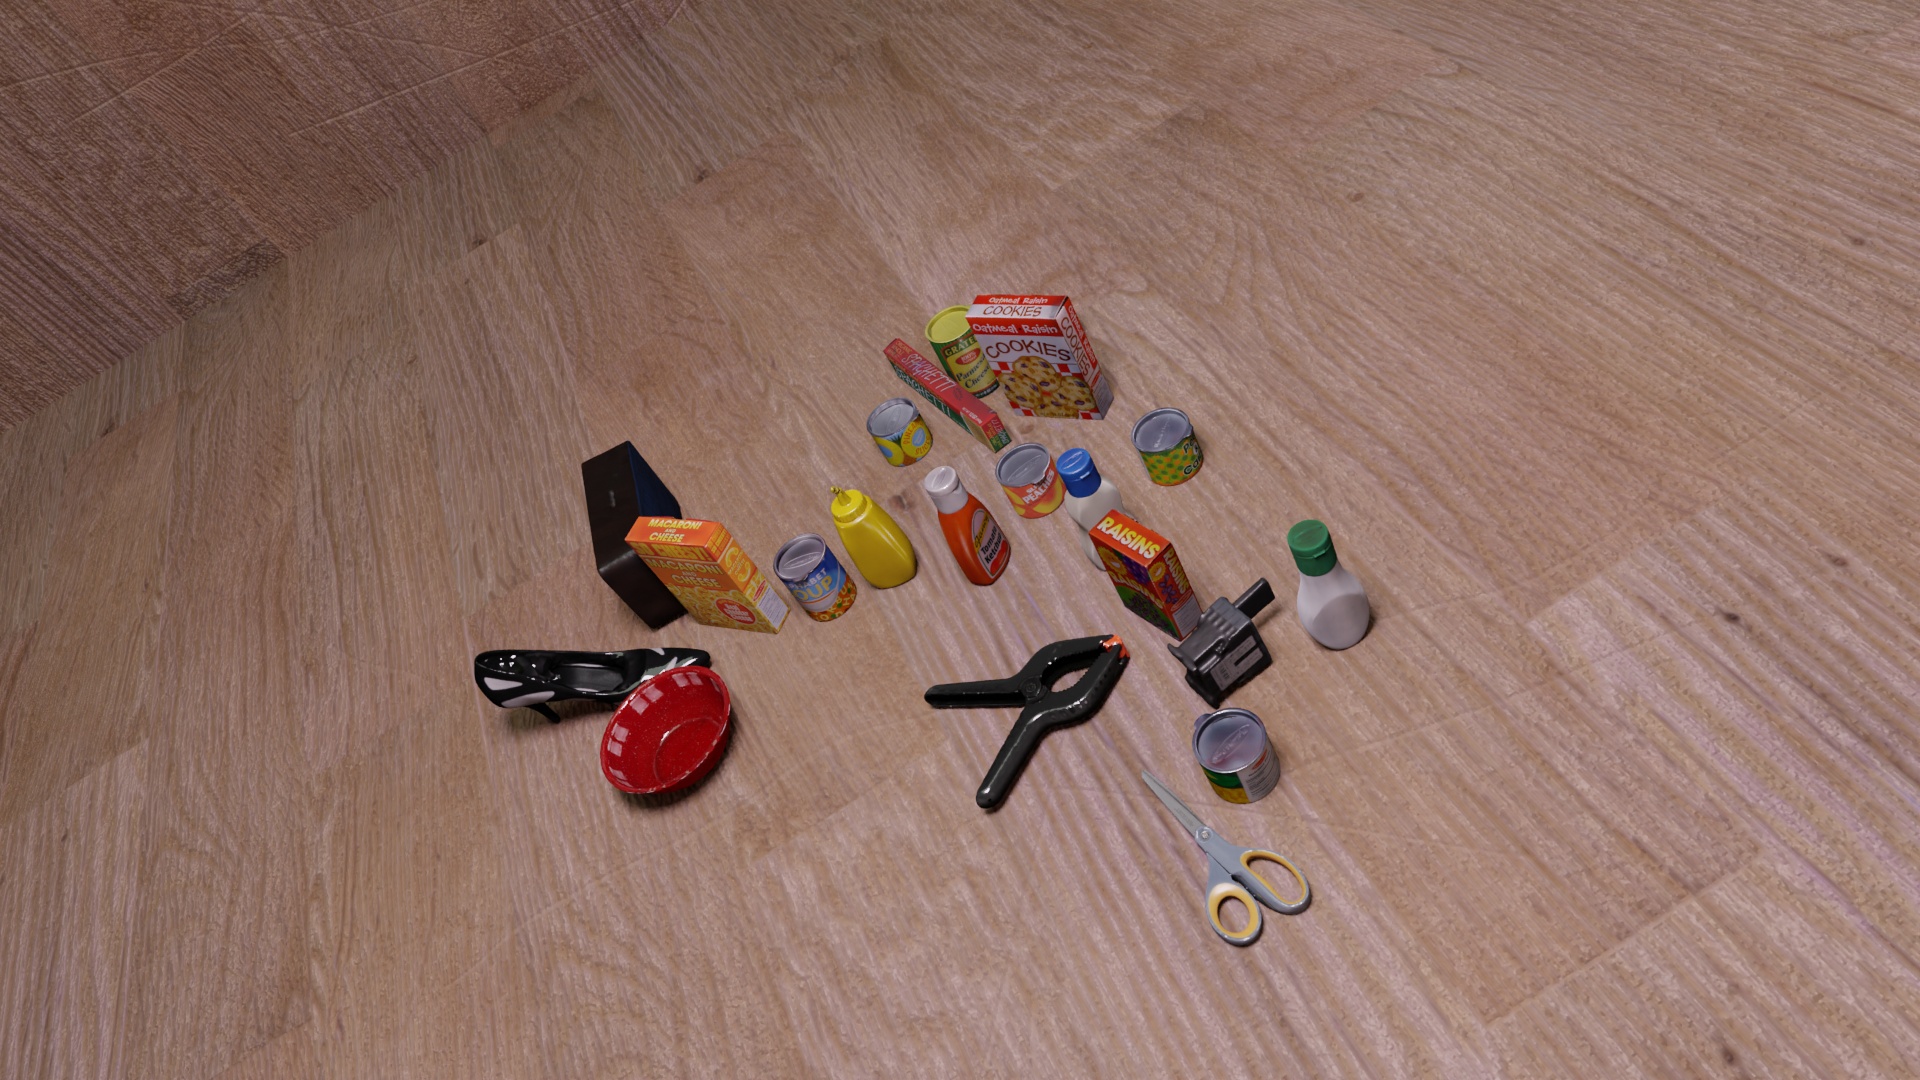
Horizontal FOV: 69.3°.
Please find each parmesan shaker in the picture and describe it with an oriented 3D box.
[{"bbox_3d":[0.009,-0.234,1.728,0.071,0.102,0.072,-16,45,16],"label":"parmesan shaker"}]

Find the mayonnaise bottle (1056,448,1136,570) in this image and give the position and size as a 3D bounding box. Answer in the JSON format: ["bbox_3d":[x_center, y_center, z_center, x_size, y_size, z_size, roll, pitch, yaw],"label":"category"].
[{"bbox_3d":[0.140,-0.035,1.436,0.065,0.147,0.041,-36,43,-5],"label":"mayonnaise bottle"}]

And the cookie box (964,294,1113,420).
[{"bbox_3d":[0.093,-0.213,1.614,0.123,0.166,0.040,7,55,34],"label":"cookie box"}]

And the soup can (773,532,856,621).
[{"bbox_3d":[-0.165,0.045,1.580,0.071,0.083,0.072,-16,45,16],"label":"soup can"}]

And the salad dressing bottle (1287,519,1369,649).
[{"bbox_3d":[0.331,0.040,1.261,0.064,0.147,0.044,-28,43,4],"label":"salad dressing bottle"}]

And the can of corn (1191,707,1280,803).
[{"bbox_3d":[0.244,0.191,1.236,0.071,0.058,0.071,-16,45,16],"label":"can of corn"}]

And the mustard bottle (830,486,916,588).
[{"bbox_3d":[-0.104,-0.012,1.542,0.065,0.159,0.049,-20,44,12],"label":"mustard bottle"}]

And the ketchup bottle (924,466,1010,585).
[{"bbox_3d":[0.005,-0.019,1.496,0.043,0.148,0.065,5,54,33],"label":"ketchup bottle"}]

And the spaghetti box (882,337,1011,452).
[{"bbox_3d":[-0.020,-0.185,1.737,0.029,0.050,0.251,-39,43,-8],"label":"spaghetti box"}]

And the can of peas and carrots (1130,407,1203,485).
[{"bbox_3d":[0.228,-0.102,1.515,0.071,0.058,0.071,-16,45,16],"label":"can of peas and carrots"}]

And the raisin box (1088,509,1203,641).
[{"bbox_3d":[0.184,0.034,1.367,0.040,0.123,0.086,-43,44,-12],"label":"raisin box"}]

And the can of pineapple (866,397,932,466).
[{"bbox_3d":[-0.073,-0.133,1.713,0.071,0.057,0.071,-16,45,16],"label":"can of pineapple"}]

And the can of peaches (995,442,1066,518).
[{"bbox_3d":[0.081,-0.066,1.564,0.071,0.058,0.071,-16,45,16],"label":"can of peaches"}]

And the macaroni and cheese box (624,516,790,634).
[{"bbox_3d":[-0.288,0.039,1.593,0.123,0.165,0.040,4,53,32],"label":"macaroni and cheese box"}]
